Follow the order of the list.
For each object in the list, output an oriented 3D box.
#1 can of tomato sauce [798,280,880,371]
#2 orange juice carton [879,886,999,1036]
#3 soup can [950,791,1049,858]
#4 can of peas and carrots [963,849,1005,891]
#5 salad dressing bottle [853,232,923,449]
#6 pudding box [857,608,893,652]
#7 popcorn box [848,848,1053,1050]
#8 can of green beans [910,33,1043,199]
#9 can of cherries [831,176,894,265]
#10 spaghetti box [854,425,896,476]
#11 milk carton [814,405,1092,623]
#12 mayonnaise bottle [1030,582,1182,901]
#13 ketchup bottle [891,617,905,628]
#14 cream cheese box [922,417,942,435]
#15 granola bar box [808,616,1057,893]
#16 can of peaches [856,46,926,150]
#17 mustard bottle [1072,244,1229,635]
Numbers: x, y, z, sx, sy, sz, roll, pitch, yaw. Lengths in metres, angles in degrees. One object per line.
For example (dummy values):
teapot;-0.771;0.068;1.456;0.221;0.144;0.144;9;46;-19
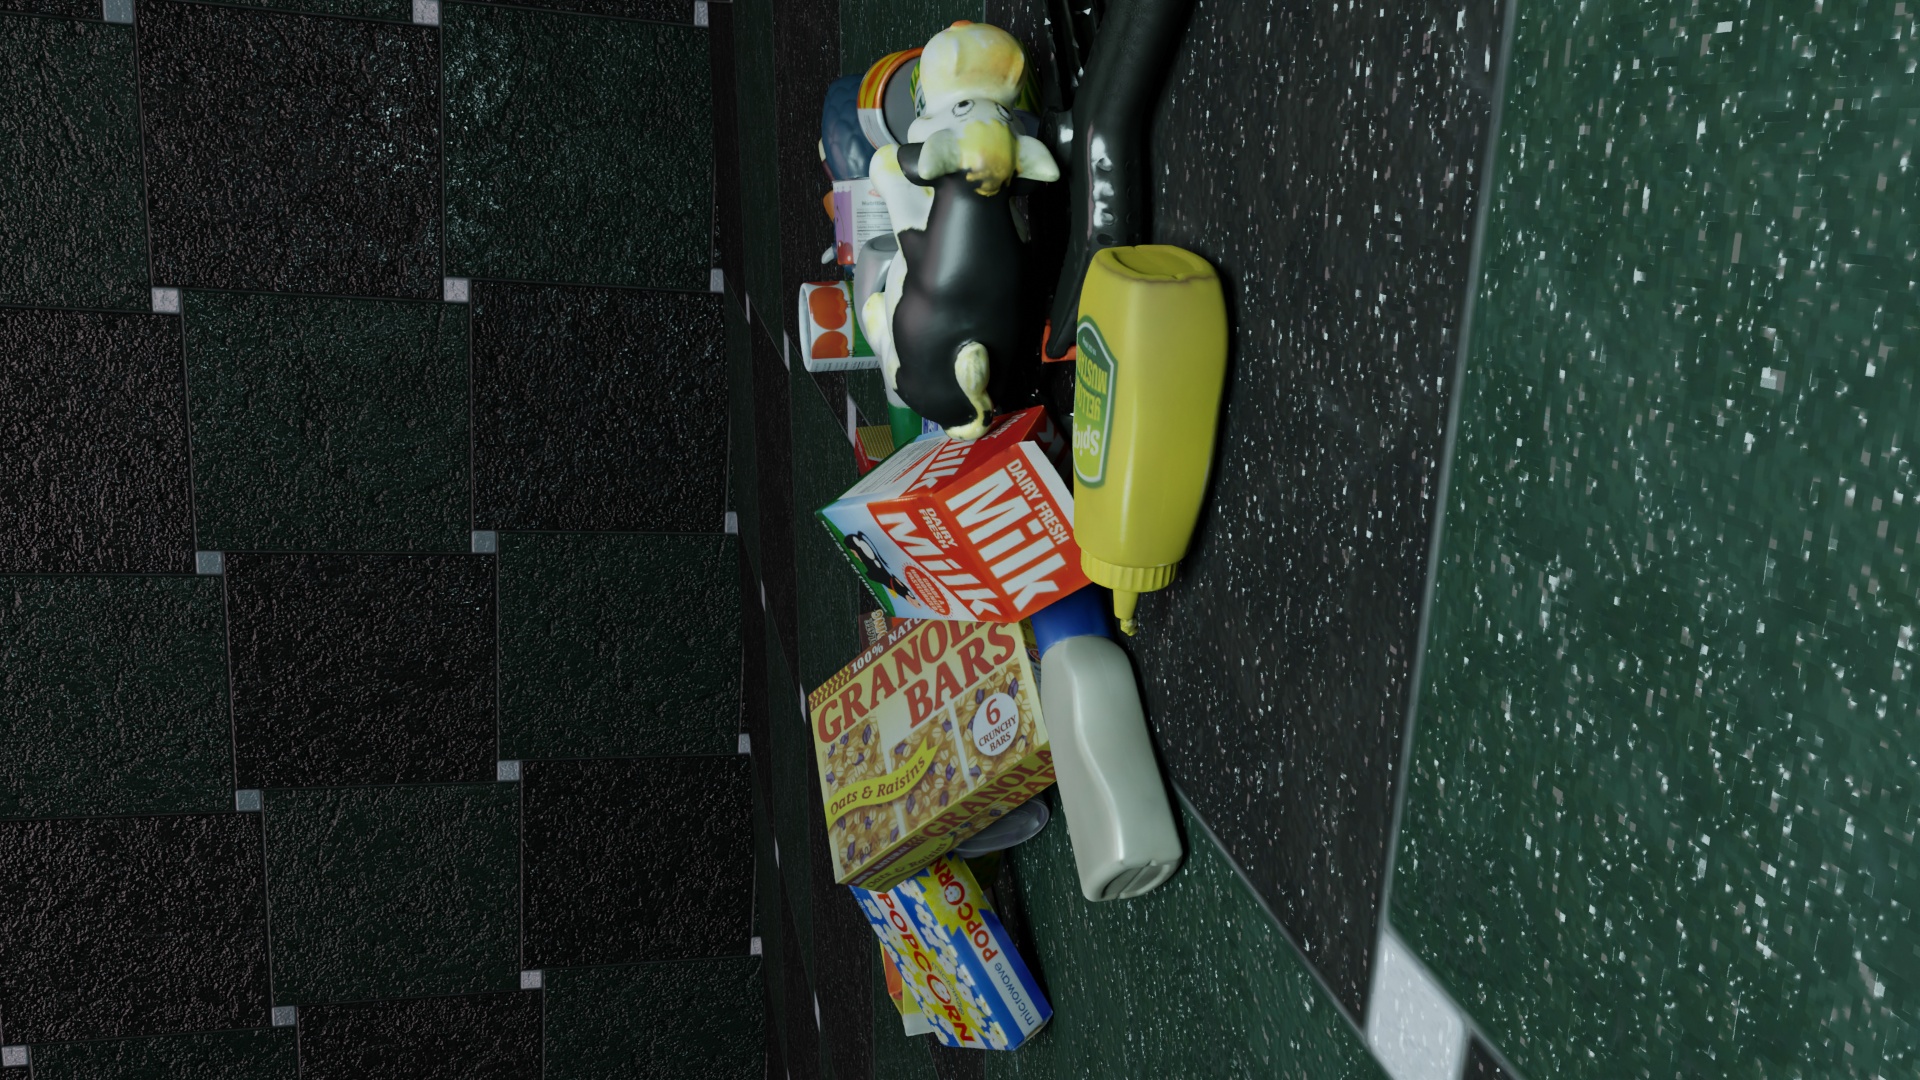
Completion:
can of tomato sauce;-0.074;-0.161;1.025;0.071;0.083;0.071;176;89;-76
orange juice carton;-0.021;0.246;0.965;0.072;0.072;0.193;101;160;-48
soup can;0.009;0.131;0.810;0.071;0.071;0.084;101;160;-49
can of peas and carrots;-0.005;0.183;0.879;0.071;0.071;0.058;-110;20;-47
salad dressing bottle;-0.035;-0.130;0.935;0.044;0.064;0.147;35;139;48
pudding box;-0.048;0.088;1.048;0.083;0.030;0.050;53;-157;-63
popcorn box;-0.009;0.243;0.837;0.126;0.038;0.085;60;147;-1
can of green beans;0.011;-0.210;0.691;0.071;0.071;0.058;108;154;-58
can of cherries;-0.054;-0.221;0.963;0.071;0.071;0.058;-144;50;-72
spaghetti box;-0.026;-0.007;0.950;0.251;0.050;0.028;-113;22;-53
milk carton;0.008;-0.010;0.662;0.072;0.074;0.190;56;158;-13
mayonnaise bottle;0.062;0.084;0.634;0.064;0.041;0.149;110;153;-57
ketchup bottle;-0.031;0.037;0.998;0.064;0.043;0.149;95;165;-61
cream cheese box;-0.008;-0.073;0.909;0.053;0.024;0.103;-118;27;-57
granola bar box;-0.011;0.100;0.761;0.165;0.039;0.125;-39;47;29
can of peaches;-0.023;-0.259;0.822;0.058;0.071;0.071;-131;39;-68
mustard bottle;0.070;-0.031;0.542;0.065;0.049;0.159;-118;27;-63
